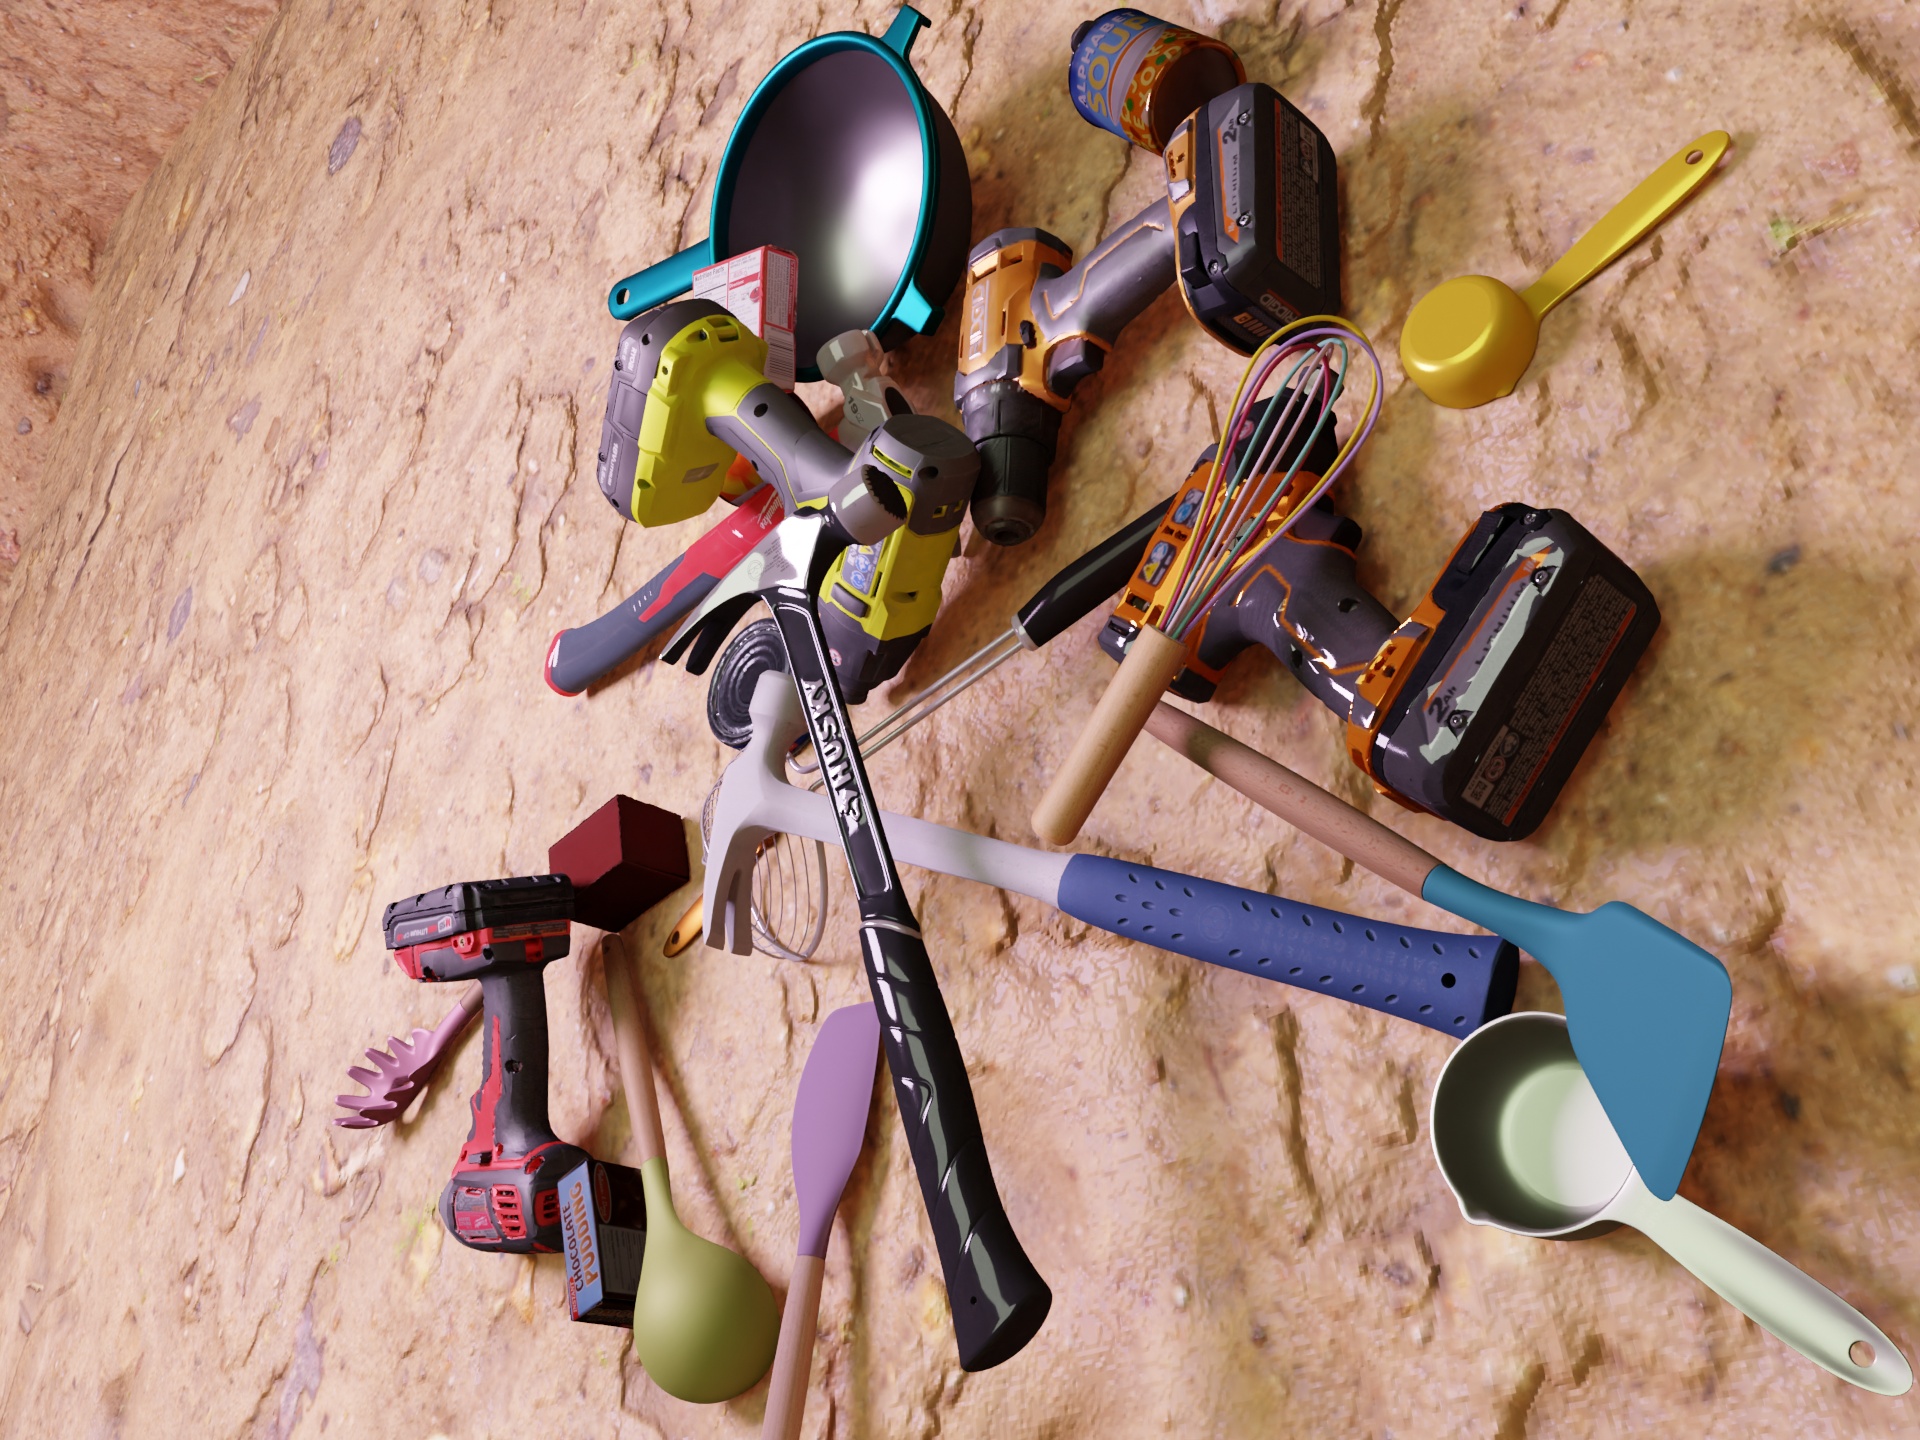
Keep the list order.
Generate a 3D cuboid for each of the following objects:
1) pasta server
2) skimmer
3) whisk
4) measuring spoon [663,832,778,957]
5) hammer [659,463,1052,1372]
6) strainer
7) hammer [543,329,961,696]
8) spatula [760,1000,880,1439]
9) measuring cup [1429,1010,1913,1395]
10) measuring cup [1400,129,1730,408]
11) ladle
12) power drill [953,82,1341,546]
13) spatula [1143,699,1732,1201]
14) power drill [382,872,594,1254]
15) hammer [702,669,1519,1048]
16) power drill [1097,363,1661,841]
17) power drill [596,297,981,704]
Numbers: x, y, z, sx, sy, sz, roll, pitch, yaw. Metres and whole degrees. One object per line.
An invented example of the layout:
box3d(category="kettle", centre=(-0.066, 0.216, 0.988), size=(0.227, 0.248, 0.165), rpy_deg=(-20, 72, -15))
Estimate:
box3d(category="pasta server", centre=(-0.329, 0.175, 1.092), size=(0.316, 0.040, 0.060), rpy_deg=(-47, 33, 17))
box3d(category="skimmer", centre=(-0.001, -0.003, 0.849), size=(0.363, 0.090, 0.127), rpy_deg=(-36, 58, 15))
box3d(category="whisk", centre=(0.094, -0.056, 0.659), size=(0.245, 0.047, 0.051), rpy_deg=(-60, 34, 11))
box3d(category="measuring spoon", centre=(-0.148, 0.101, 0.961), size=(0.117, 0.011, 0.021), rpy_deg=(-49, 43, 16))
box3d(category="hammer", centre=(-0.042, 0.079, 0.716), size=(0.149, 0.036, 0.409), rpy_deg=(-32, 59, 23))
box3d(category="strainer", centre=(-0.106, -0.310, 1.052), size=(0.340, 0.095, 0.211), rpy_deg=(-5, 86, 46))
box3d(category="hammer", centre=(-0.154, -0.088, 1.028), size=(0.386, 0.038, 0.143), rpy_deg=(-30, 81, 41))
box3d(category="spatula", centre=(-0.079, 0.287, 0.769), size=(0.060, 0.018, 0.316), rpy_deg=(-22, 48, 38))
box3d(category="measuring cup", centre=(0.232, 0.161, 0.522), size=(0.168, 0.038, 0.083), rpy_deg=(36, 97, 47))
box3d(category="measuring cup", centre=(0.255, -0.199, 0.681), size=(0.156, 0.029, 0.062), rpy_deg=(-42, 46, 26))
box3d(category="ladle", centre=(-0.168, 0.236, 0.902), size=(0.078, 0.062, 0.321), rpy_deg=(-43, 38, 12))
box3d(category="power drill", centre=(0.083, -0.202, 0.828), size=(0.226, 0.084, 0.185), rpy_deg=(-18, 60, 44))
box3d(category="spatula", centre=(0.151, 0.050, 0.594), size=(0.318, 0.044, 0.082), rpy_deg=(35, 129, 50))
box3d(category="power drill", centre=(-0.284, 0.211, 0.966), size=(0.143, 0.078, 0.220), rpy_deg=(-18, 78, 43))
box3d(category="hammer", centre=(0.038, 0.075, 0.706), size=(0.406, 0.035, 0.144), rpy_deg=(11, 80, 37))
box3d(category="power drill", centre=(0.168, -0.061, 0.668), size=(0.227, 0.084, 0.164), rpy_deg=(35, 97, 53))
box3d(category="power drill", centre=(-0.102, -0.125, 0.900), size=(0.223, 0.080, 0.171), rpy_deg=(37, 127, 24))
